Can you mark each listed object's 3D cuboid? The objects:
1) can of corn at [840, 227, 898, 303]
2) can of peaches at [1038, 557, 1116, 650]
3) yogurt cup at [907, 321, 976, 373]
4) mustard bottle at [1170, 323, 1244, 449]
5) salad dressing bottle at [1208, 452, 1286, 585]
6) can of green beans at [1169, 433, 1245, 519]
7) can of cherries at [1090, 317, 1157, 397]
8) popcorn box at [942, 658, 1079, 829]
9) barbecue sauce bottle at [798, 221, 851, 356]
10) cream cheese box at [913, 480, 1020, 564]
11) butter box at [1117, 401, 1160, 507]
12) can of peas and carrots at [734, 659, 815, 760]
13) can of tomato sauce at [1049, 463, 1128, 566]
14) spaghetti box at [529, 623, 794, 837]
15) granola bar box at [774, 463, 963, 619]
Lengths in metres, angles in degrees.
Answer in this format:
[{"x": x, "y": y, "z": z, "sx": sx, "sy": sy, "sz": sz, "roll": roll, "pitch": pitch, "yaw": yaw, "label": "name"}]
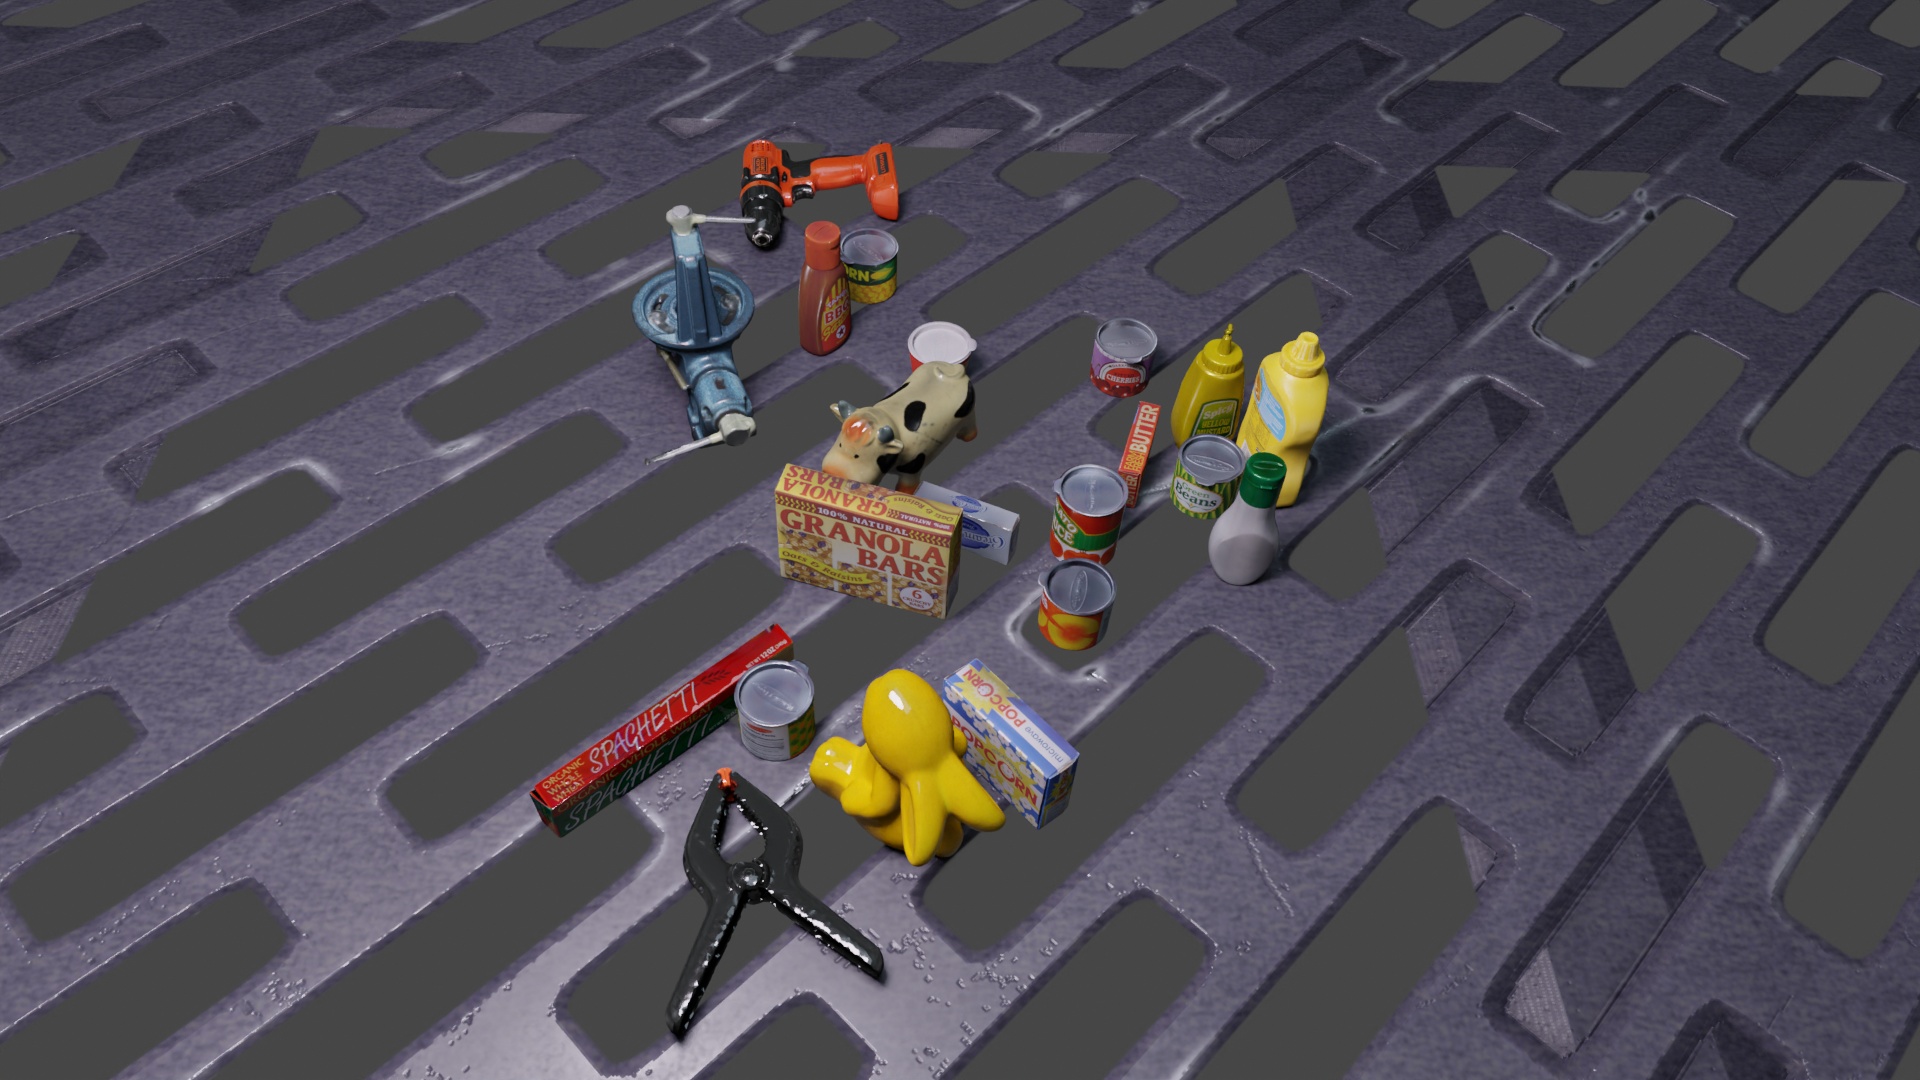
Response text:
[{"x": -0.106, "y": -0.309, "z": 1.569, "sx": 0.071, "sy": 0.058, "sz": 0.071, "roll": 2, "pitch": 50, "yaw": -2, "label": "can of corn"}, {"x": 0.104, "y": 0.058, "z": 1.272, "sx": 0.071, "sy": 0.057, "sz": 0.071, "roll": 2, "pitch": 50, "yaw": -2, "label": "can of peaches"}, {"x": -0.022, "y": -0.191, "z": 1.478, "sx": 0.072, "sy": 0.053, "sz": 0.073, "roll": 2, "pitch": 50, "yaw": -2, "label": "yogurt cup"}, {"x": 0.253, "y": -0.153, "z": 1.394, "sx": 0.065, "sy": 0.159, "sz": 0.049, "roll": -9, "pitch": 51, "yaw": -11, "label": "mustard bottle"}, {"x": 0.270, "y": -0.019, "z": 1.291, "sx": 0.064, "sy": 0.146, "sz": 0.044, "roll": 5, "pitch": 50, "yaw": 1, "label": "salad dressing bottle"}, {"x": 0.245, "y": -0.063, "z": 1.384, "sx": 0.071, "sy": 0.057, "sz": 0.071, "roll": 2, "pitch": 50, "yaw": -2, "label": "can of green beans"}, {"x": 0.174, "y": -0.195, "z": 1.490, "sx": 0.071, "sy": 0.058, "sz": 0.072, "roll": 2, "pitch": 50, "yaw": -2, "label": "can of cherries"}, {"x": 0.039, "y": 0.169, "z": 1.156, "sx": 0.038, "sy": 0.084, "sz": 0.127, "roll": -33, "pitch": 59, "yaw": -27, "label": "popcorn box"}, {"x": -0.145, "y": -0.269, "z": 1.474, "sx": 0.044, "sy": 0.147, "sz": 0.065, "roll": 29, "pitch": 54, "yaw": 19, "label": "barbecue sauce bottle"}, {"x": 0.005, "y": -0.017, "z": 1.332, "sx": 0.104, "sy": 0.053, "sz": 0.024, "roll": 20, "pitch": 52, "yaw": 13, "label": "cream cheese box"}, {"x": 0.178, "y": -0.087, "z": 1.403, "sx": 0.024, "sy": 0.052, "sz": 0.104, "roll": 14, "pitch": 50, "yaw": 8, "label": "butter box"}, {"x": -0.155, "y": 0.143, "z": 1.183, "sx": 0.071, "sy": 0.058, "sz": 0.071, "roll": 2, "pitch": 50, "yaw": -2, "label": "can of peas and carrots"}, {"x": 0.119, "y": -0.021, "z": 1.324, "sx": 0.071, "sy": 0.082, "sz": 0.071, "roll": 2, "pitch": 50, "yaw": -2, "label": "can of tomato sauce"}, {"x": -0.244, "y": 0.158, "z": 1.171, "sx": 0.251, "sy": 0.049, "sz": 0.029, "roll": -35, "pitch": 60, "yaw": -28, "label": "spaghetti box"}, {"x": -0.084, "y": 0.003, "z": 1.264, "sx": 0.166, "sy": 0.123, "sz": 0.039, "roll": 14, "pitch": 51, "yaw": 8, "label": "granola bar box"}]
